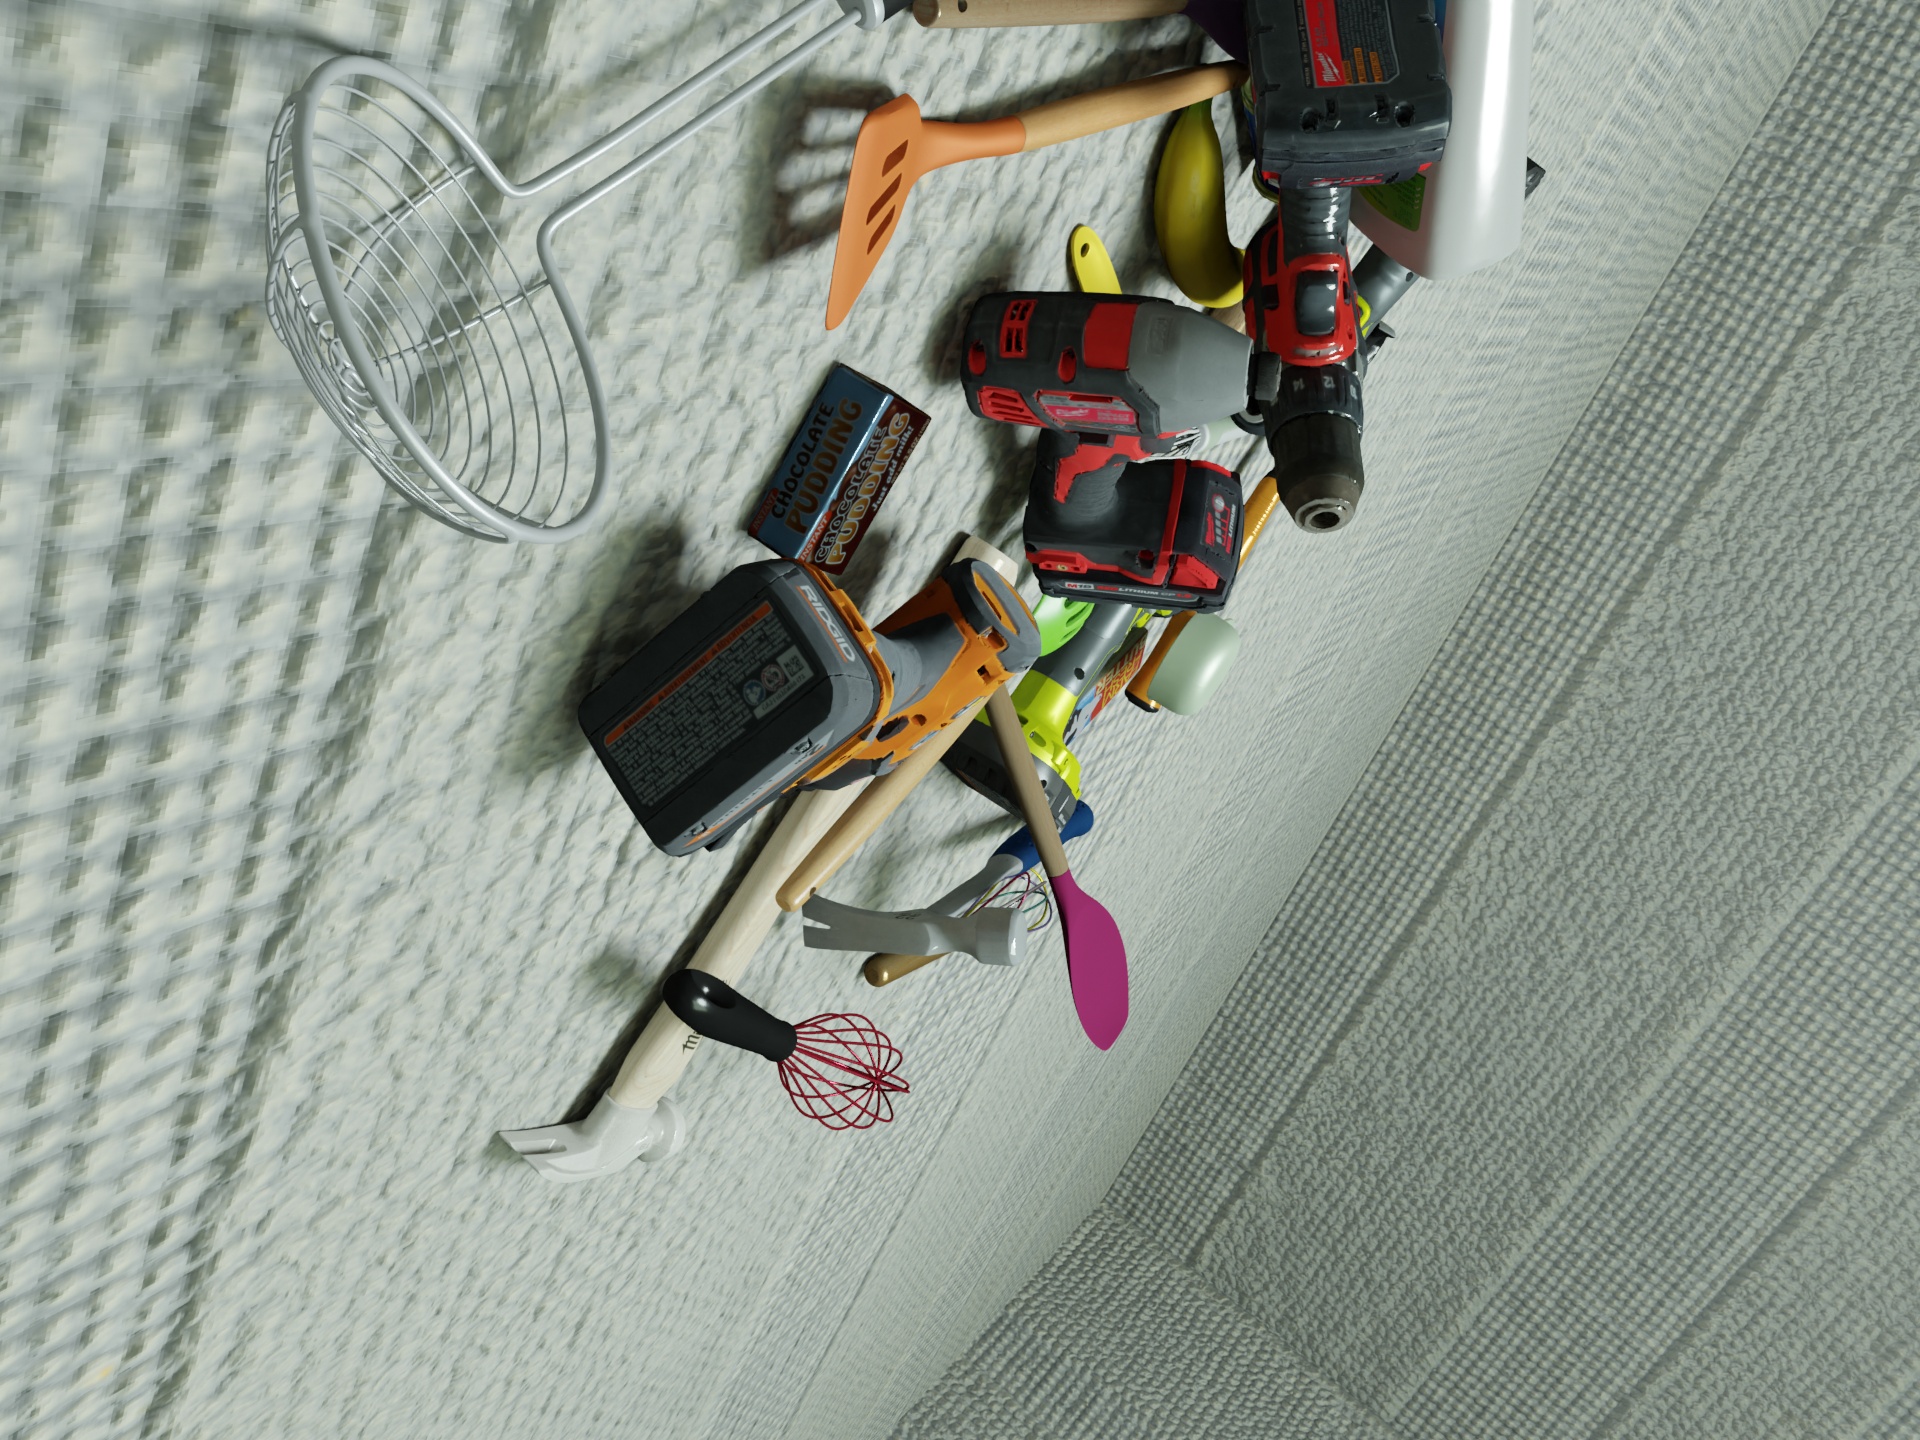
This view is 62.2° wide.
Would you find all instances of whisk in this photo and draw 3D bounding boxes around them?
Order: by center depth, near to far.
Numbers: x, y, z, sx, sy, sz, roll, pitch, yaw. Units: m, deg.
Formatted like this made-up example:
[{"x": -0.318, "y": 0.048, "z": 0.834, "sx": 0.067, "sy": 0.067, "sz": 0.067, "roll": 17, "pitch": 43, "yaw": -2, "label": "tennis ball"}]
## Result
[{"x": -0.097, "y": 0.187, "z": 0.909, "sx": 0.073, "sy": 0.073, "sz": 0.295, "roll": -53, "pitch": 153, "yaw": -7, "label": "whisk"}, {"x": 0.145, "y": -0.180, "z": 1.011, "sx": 0.058, "sy": 0.059, "sz": 0.246, "roll": -35, "pitch": 178, "yaw": 30, "label": "whisk"}, {"x": 0.001, "y": 0.161, "z": 1.249, "sx": 0.245, "sy": 0.051, "sz": 0.047, "roll": -17, "pitch": 117, "yaw": -55, "label": "whisk"}]

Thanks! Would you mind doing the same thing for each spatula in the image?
[{"x": 0.043, "y": -0.244, "z": 0.663, "sx": 0.322, "sy": 0.041, "sz": 0.081, "roll": -34, "pitch": 151, "yaw": -42, "label": "spatula"}, {"x": 0.080, "y": -0.308, "z": 0.681, "sx": 0.316, "sy": 0.018, "sz": 0.059, "roll": -31, "pitch": 123, "yaw": -47, "label": "spatula"}]

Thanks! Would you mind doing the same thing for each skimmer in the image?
[{"x": -0.050, "y": -0.191, "z": 0.468, "sx": 0.363, "sy": 0.090, "sz": 0.127, "roll": -48, "pitch": 128, "yaw": -28, "label": "skimmer"}]

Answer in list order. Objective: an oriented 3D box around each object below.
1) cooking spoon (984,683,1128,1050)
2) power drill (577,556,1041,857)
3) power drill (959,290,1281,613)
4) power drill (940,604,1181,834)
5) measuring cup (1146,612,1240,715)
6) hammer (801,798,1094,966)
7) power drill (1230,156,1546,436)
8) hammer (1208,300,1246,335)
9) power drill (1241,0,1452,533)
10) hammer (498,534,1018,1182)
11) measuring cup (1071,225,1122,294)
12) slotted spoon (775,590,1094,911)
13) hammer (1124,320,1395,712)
[{"x": 0.052, "y": 0.071, "z": 0.978, "sx": 0.069, "sy": 0.017, "sz": 0.318, "roll": -46, "pitch": 125, "yaw": -44, "label": "cooking spoon"}, {"x": -0.068, "y": -0.005, "z": 0.721, "sx": 0.164, "sy": 0.084, "sz": 0.226, "roll": -37, "pitch": 171, "yaw": 21, "label": "power drill"}, {"x": 0.087, "y": -0.134, "z": 0.795, "sx": 0.219, "sy": 0.143, "sz": 0.079, "roll": 62, "pitch": 37, "yaw": -67, "label": "power drill"}, {"x": 0.086, "y": -0.039, "z": 1.060, "sx": 0.223, "sy": 0.080, "sz": 0.171, "roll": -57, "pitch": 161, "yaw": -5, "label": "power drill"}, {"x": 0.187, "y": -0.048, "z": 1.166, "sx": 0.167, "sy": 0.038, "sz": 0.083, "roll": -25, "pitch": 147, "yaw": -61, "label": "measuring cup"}, {"x": 0.022, "y": 0.102, "z": 1.115, "sx": 0.405, "sy": 0.144, "sz": 0.035, "roll": -21, "pitch": 111, "yaw": -71, "label": "hammer"}, {"x": 0.258, "y": -0.275, "z": 1.009, "sx": 0.228, "sy": 0.080, "sz": 0.190, "roll": -52, "pitch": 173, "yaw": 27, "label": "power drill"}, {"x": 0.252, "y": -0.372, "z": 0.972, "sx": 0.331, "sy": 0.031, "sz": 0.130, "roll": -56, "pitch": 161, "yaw": 2, "label": "hammer"}, {"x": 0.173, "y": -0.219, "z": 0.760, "sx": 0.226, "sy": 0.080, "sz": 0.188, "roll": 79, "pitch": 11, "yaw": -60, "label": "power drill"}, {"x": -0.099, "y": 0.075, "z": 0.869, "sx": 0.410, "sy": 0.038, "sz": 0.146, "roll": -57, "pitch": 159, "yaw": 2, "label": "hammer"}, {"x": 0.073, "y": -0.209, "z": 0.842, "sx": 0.062, "sy": 0.029, "sz": 0.156, "roll": -52, "pitch": 149, "yaw": -11, "label": "measuring cup"}, {"x": -0.001, "y": -0.003, "z": 0.869, "sx": 0.314, "sy": 0.031, "sz": 0.070, "roll": -48, "pitch": 154, "yaw": -37, "label": "slotted spoon"}, {"x": 0.222, "y": -0.153, "z": 1.203, "sx": 0.337, "sy": 0.034, "sz": 0.127, "roll": -59, "pitch": 176, "yaw": 9, "label": "hammer"}]
